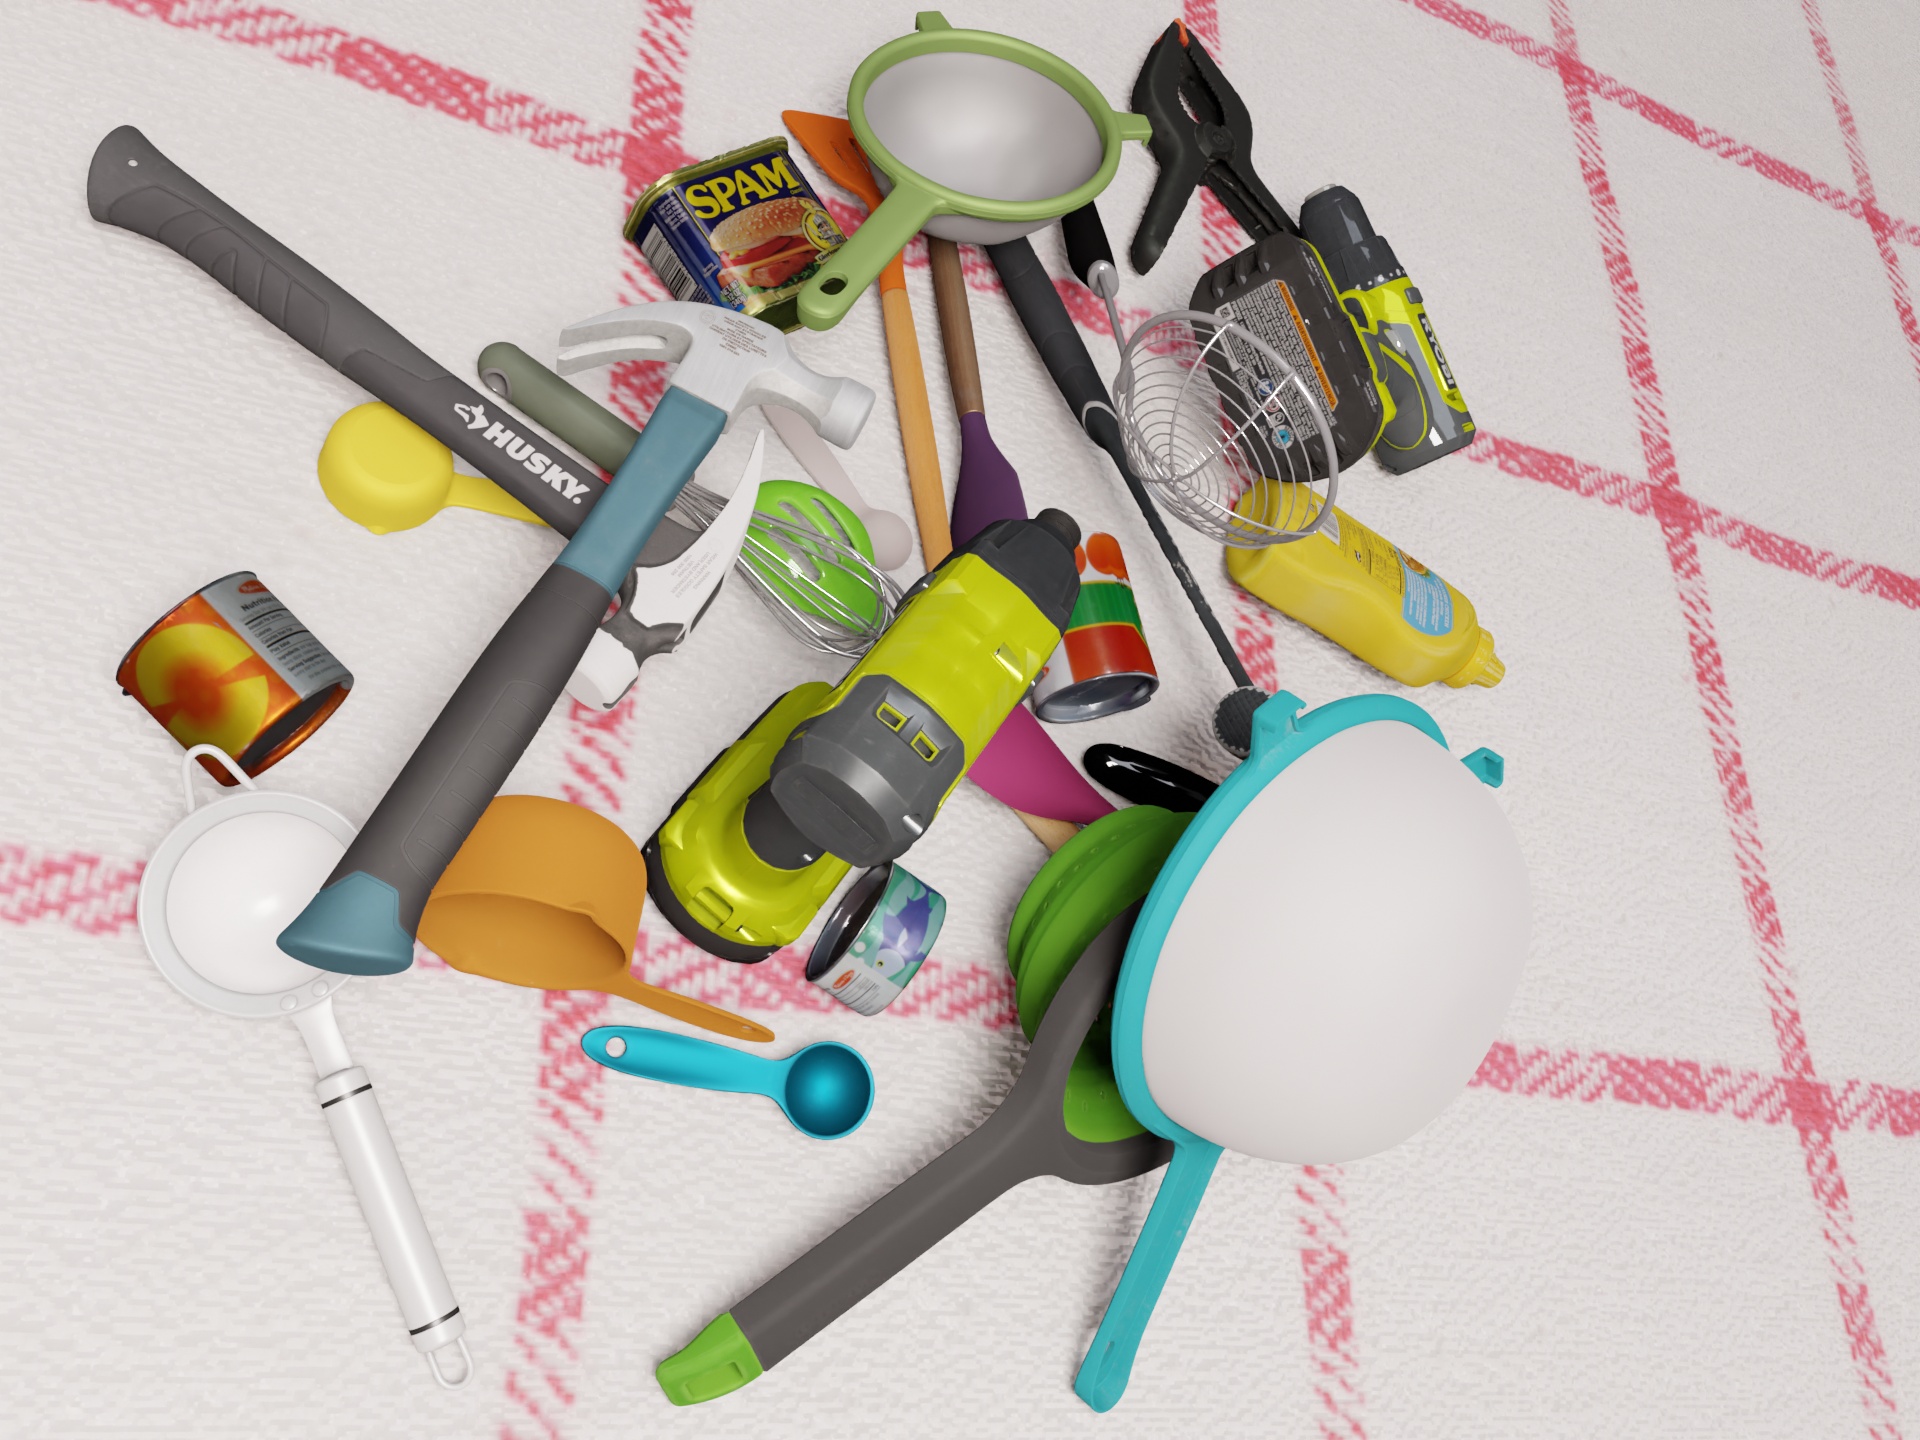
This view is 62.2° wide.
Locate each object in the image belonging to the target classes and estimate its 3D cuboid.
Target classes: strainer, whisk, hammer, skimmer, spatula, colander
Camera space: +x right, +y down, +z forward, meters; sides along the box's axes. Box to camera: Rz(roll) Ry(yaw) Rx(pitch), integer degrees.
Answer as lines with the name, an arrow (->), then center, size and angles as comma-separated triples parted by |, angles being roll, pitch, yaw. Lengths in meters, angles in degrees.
strainer -> -0.016, -0.270, 0.849 | 0.151, 0.069, 0.256 | 29, 58, 7
whisk -> 0.172, 0.065, 0.862 | 0.239, 0.055, 0.055 | 23, 58, -13
hammer -> 0.091, -0.150, 0.894 | 0.409, 0.036, 0.149 | 65, 16, 18
strainer -> 0.143, 0.161, 0.656 | 0.210, 0.095, 0.340 | 12, 103, -47
skimmer -> 0.114, -0.219, 0.858 | 0.090, 0.127, 0.364 | -15, 39, 7
strainer -> -0.238, 0.132, 0.603 | 0.087, 0.050, 0.258 | -22, 85, -15
spatula -> -0.037, -0.211, 0.886 | 0.081, 0.041, 0.323 | 0, 72, -30
hammer -> -0.156, -0.043, 0.632 | 0.128, 0.033, 0.331 | 28, 61, -4
whisk -> -0.127, -0.106, 0.758 | 0.246, 0.057, 0.059 | 35, 52, 1
colander -> 0.024, 0.147, 0.709 | 0.397, 0.204, 0.095 | -31, 49, -20
spatula -> 0.002, -0.186, 0.883 | 0.018, 0.060, 0.316 | 17, 54, -40
hammer -> -0.239, -0.153, 0.697 | 0.335, 0.035, 0.146 | 36, 60, 2

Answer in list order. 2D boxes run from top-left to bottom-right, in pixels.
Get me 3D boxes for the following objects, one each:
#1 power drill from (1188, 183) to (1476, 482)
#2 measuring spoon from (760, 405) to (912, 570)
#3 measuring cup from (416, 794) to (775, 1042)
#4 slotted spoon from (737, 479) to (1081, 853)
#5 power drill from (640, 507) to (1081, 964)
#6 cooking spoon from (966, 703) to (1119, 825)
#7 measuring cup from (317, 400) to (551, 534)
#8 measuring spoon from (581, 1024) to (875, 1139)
power drill -> 0.229, -0.238, 0.970 | 0.228, 0.080, 0.190 | -24, 91, -54
measuring spoon -> -0.066, -0.132, 0.833 | 0.034, 0.018, 0.124 | -38, 90, -36
measuring cup -> -0.142, 0.086, 0.664 | 0.173, 0.095, 0.052 | 32, 49, -35
slotted spoon -> -0.001, -0.003, 0.806 | 0.313, 0.031, 0.070 | 48, 60, -3
power drill -> -0.039, 0.008, 0.657 | 0.080, 0.223, 0.171 | 42, 55, -7
cooking spoon -> 0.101, 0.071, 0.817 | 0.318, 0.017, 0.069 | 39, 43, -16
measuring cup -> -0.212, -0.110, 0.734 | 0.156, 0.029, 0.062 | 8, 64, -24
measuring spoon -> -0.101, 0.152, 0.689 | 0.128, 0.021, 0.042 | 15, 72, -13
